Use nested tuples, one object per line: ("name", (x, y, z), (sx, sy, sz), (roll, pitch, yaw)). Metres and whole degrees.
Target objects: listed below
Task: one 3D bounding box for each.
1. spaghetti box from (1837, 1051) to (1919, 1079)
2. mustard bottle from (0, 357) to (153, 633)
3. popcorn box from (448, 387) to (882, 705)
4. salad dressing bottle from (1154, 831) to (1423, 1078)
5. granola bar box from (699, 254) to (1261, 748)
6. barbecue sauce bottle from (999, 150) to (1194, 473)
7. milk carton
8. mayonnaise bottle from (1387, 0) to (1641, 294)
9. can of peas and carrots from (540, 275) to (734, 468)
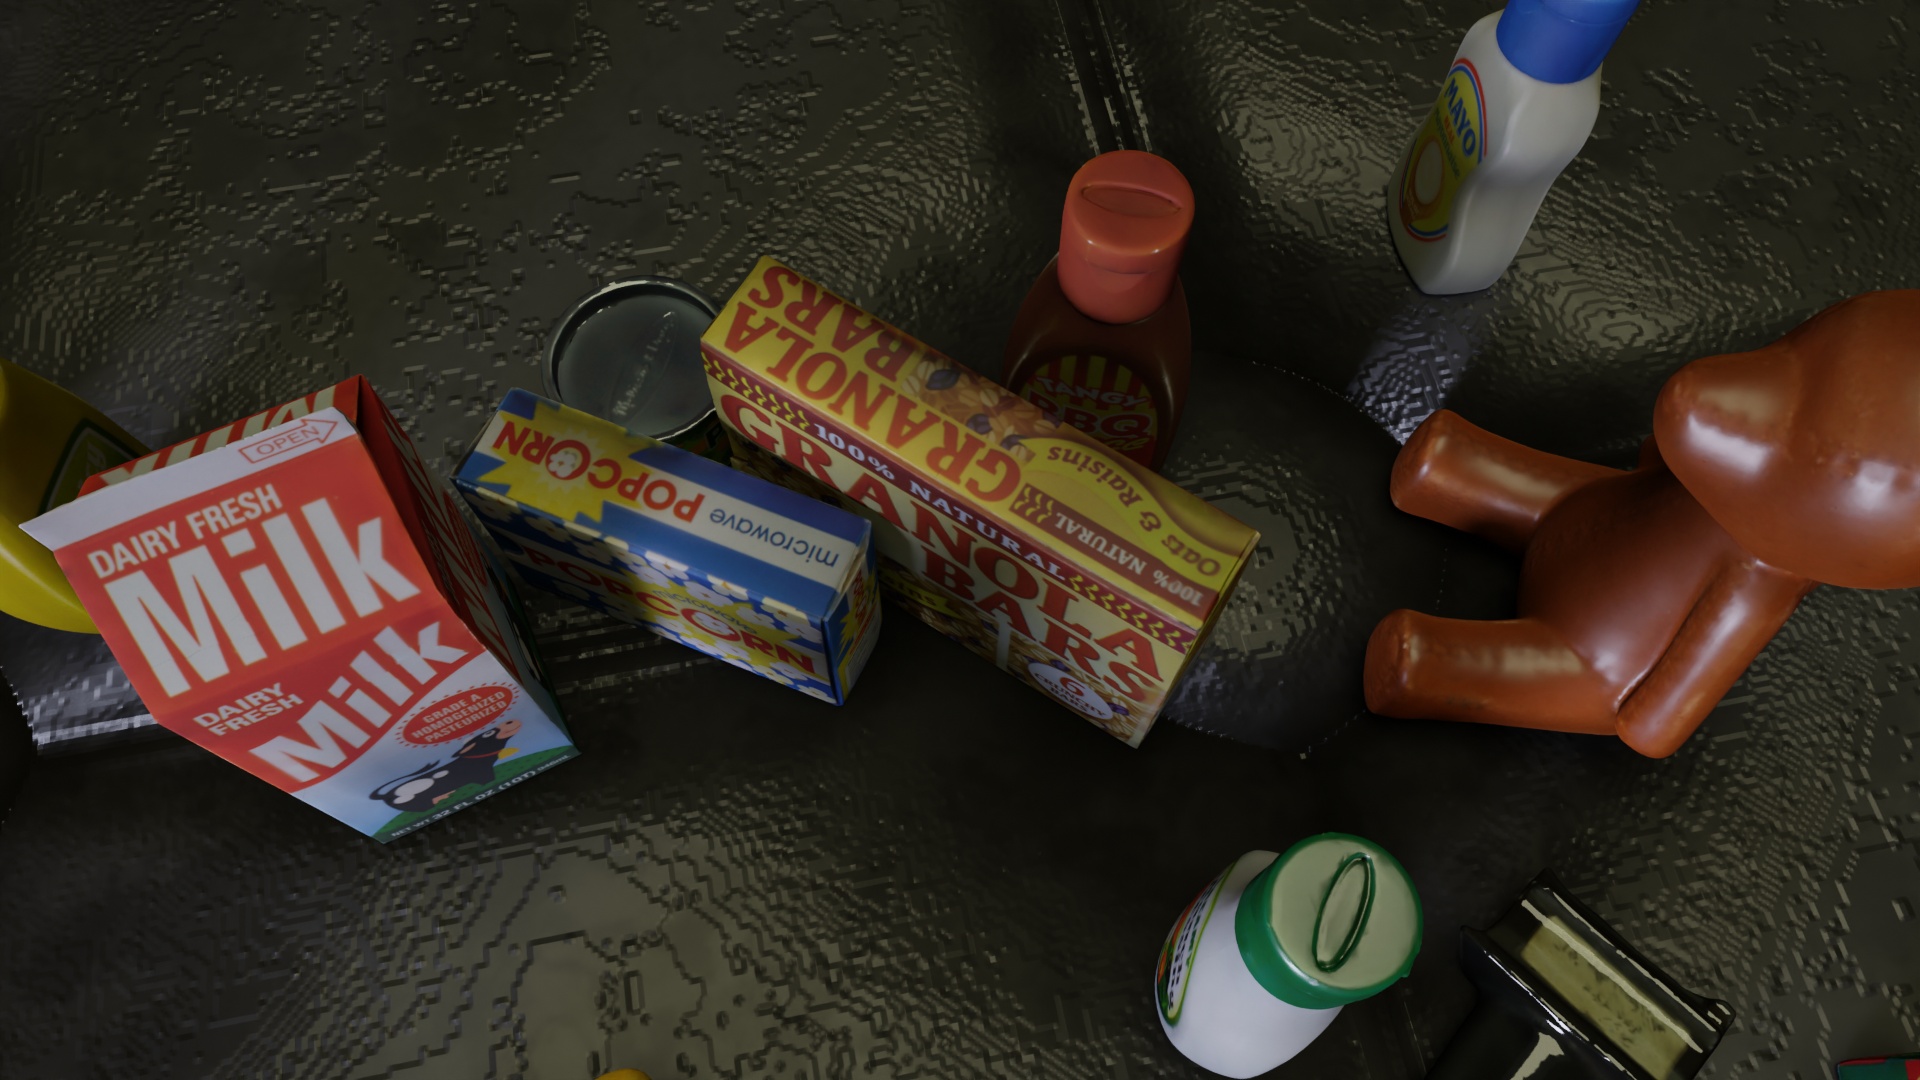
("spaghetti box", (0.288, 0.266, 0.366), (0.029, 0.050, 0.251), (1, 66, -1))
("mustard bottle", (-0.293, -0.021, 0.421), (0.049, 0.159, 0.065), (6, 67, 2))
("popcorn box", (-0.090, 0.005, 0.454), (0.127, 0.085, 0.038), (21, 68, 8))
("salad dressing bottle", (0.086, 0.111, 0.377), (0.044, 0.147, 0.064), (25, 69, 9))
("granola bar box", (0.002, -0.006, 0.439), (0.166, 0.123, 0.039), (31, 70, 12))
("barbecue sauce bottle", (0.047, -0.067, 0.453), (0.065, 0.148, 0.044), (11, 67, 4))
("milk carton", (-0.172, 0.020, 0.389), (0.072, 0.189, 0.073), (-24, 69, -11))
("mayonnaise bottle", (0.194, -0.151, 0.493), (0.041, 0.147, 0.065), (-7, 67, -4))
("can of peas and carrots", (-0.106, -0.050, 0.492), (0.071, 0.058, 0.071), (0, 67, -1))
